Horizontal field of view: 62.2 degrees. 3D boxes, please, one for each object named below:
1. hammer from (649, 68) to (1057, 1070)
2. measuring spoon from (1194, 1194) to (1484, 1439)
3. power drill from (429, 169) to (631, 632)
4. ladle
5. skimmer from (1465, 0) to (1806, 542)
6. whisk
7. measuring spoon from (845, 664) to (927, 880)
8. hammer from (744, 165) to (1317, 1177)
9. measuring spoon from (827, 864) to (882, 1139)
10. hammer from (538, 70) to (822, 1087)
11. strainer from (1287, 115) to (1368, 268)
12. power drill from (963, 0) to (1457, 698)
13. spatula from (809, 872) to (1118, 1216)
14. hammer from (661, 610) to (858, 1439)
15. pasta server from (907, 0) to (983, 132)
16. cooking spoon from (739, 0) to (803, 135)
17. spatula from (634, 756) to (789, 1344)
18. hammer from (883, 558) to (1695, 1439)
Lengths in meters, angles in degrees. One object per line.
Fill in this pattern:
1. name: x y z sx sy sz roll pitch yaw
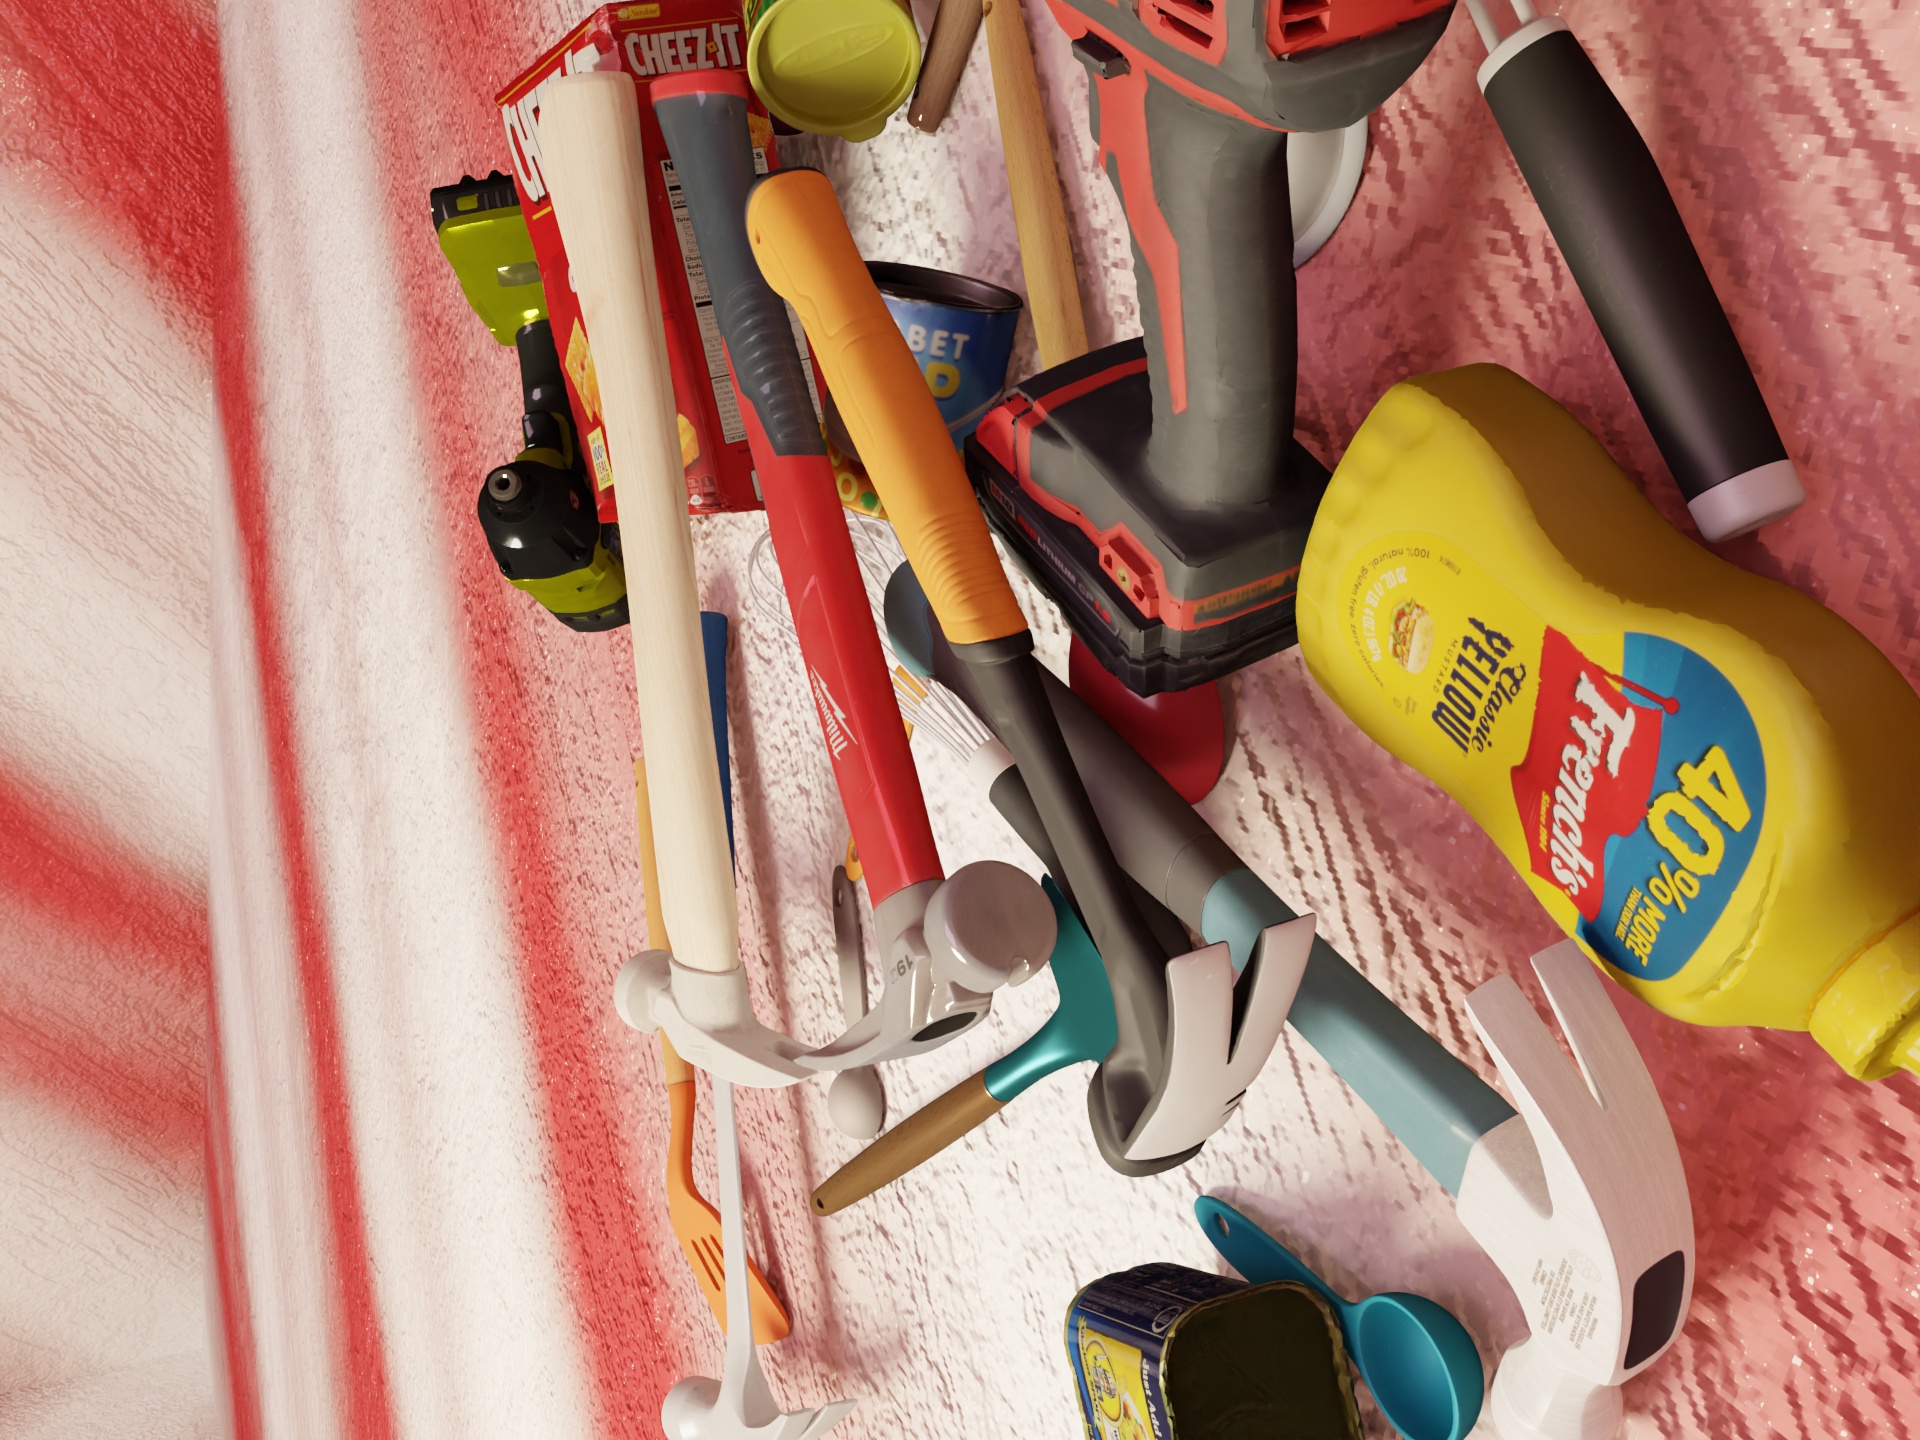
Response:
1. hammer: -0.063 -0.070 0.577 0.143 0.038 0.387 -46 54 53
2. measuring spoon: 0.111 0.169 0.472 0.129 0.021 0.042 -161 62 -65
3. power drill: -0.226 -0.175 0.861 0.171 0.080 0.223 75 -175 -77
4. ladle: 0.038 -0.123 0.551 0.069 0.031 0.315 -30 66 56
5. skimmer: 0.083 -0.201 0.366 0.363 0.090 0.127 69 155 10
6. whisk: 0.000 -0.003 0.598 0.285 0.070 0.070 50 132 37
7. measuring spoon: -0.036 0.024 0.689 0.021 0.011 0.116 51 133 43
8. hammer: 0.000 -0.046 0.452 0.127 0.034 0.337 97 154 -57
9. measuring spoon: -0.054 0.128 0.720 0.034 0.018 0.124 -14 80 57
10. hammer: -0.118 -0.050 0.655 0.146 0.038 0.410 7 107 48
11. strainer: 0.102 -0.224 0.432 0.087 0.050 0.258 45 127 27
12. power drill: 0.041 -0.140 0.413 0.188 0.080 0.226 54 160 40
13. spatula: -0.005 0.152 0.621 0.082 0.044 0.317 60 142 15
14. hammer: -0.114 0.143 0.771 0.144 0.035 0.406 -25 67 54
15. pasta server: 0.029 -0.352 0.536 0.060 0.040 0.316 -109 33 -44
16. cooking spoon: -0.145 -0.290 0.810 0.017 0.068 0.319 -53 22 -17
17. spatula: -0.146 0.173 0.866 0.081 0.041 0.323 -36 58 51
18. hammer: 0.068 0.046 0.460 0.331 0.033 0.128 46 148 42
